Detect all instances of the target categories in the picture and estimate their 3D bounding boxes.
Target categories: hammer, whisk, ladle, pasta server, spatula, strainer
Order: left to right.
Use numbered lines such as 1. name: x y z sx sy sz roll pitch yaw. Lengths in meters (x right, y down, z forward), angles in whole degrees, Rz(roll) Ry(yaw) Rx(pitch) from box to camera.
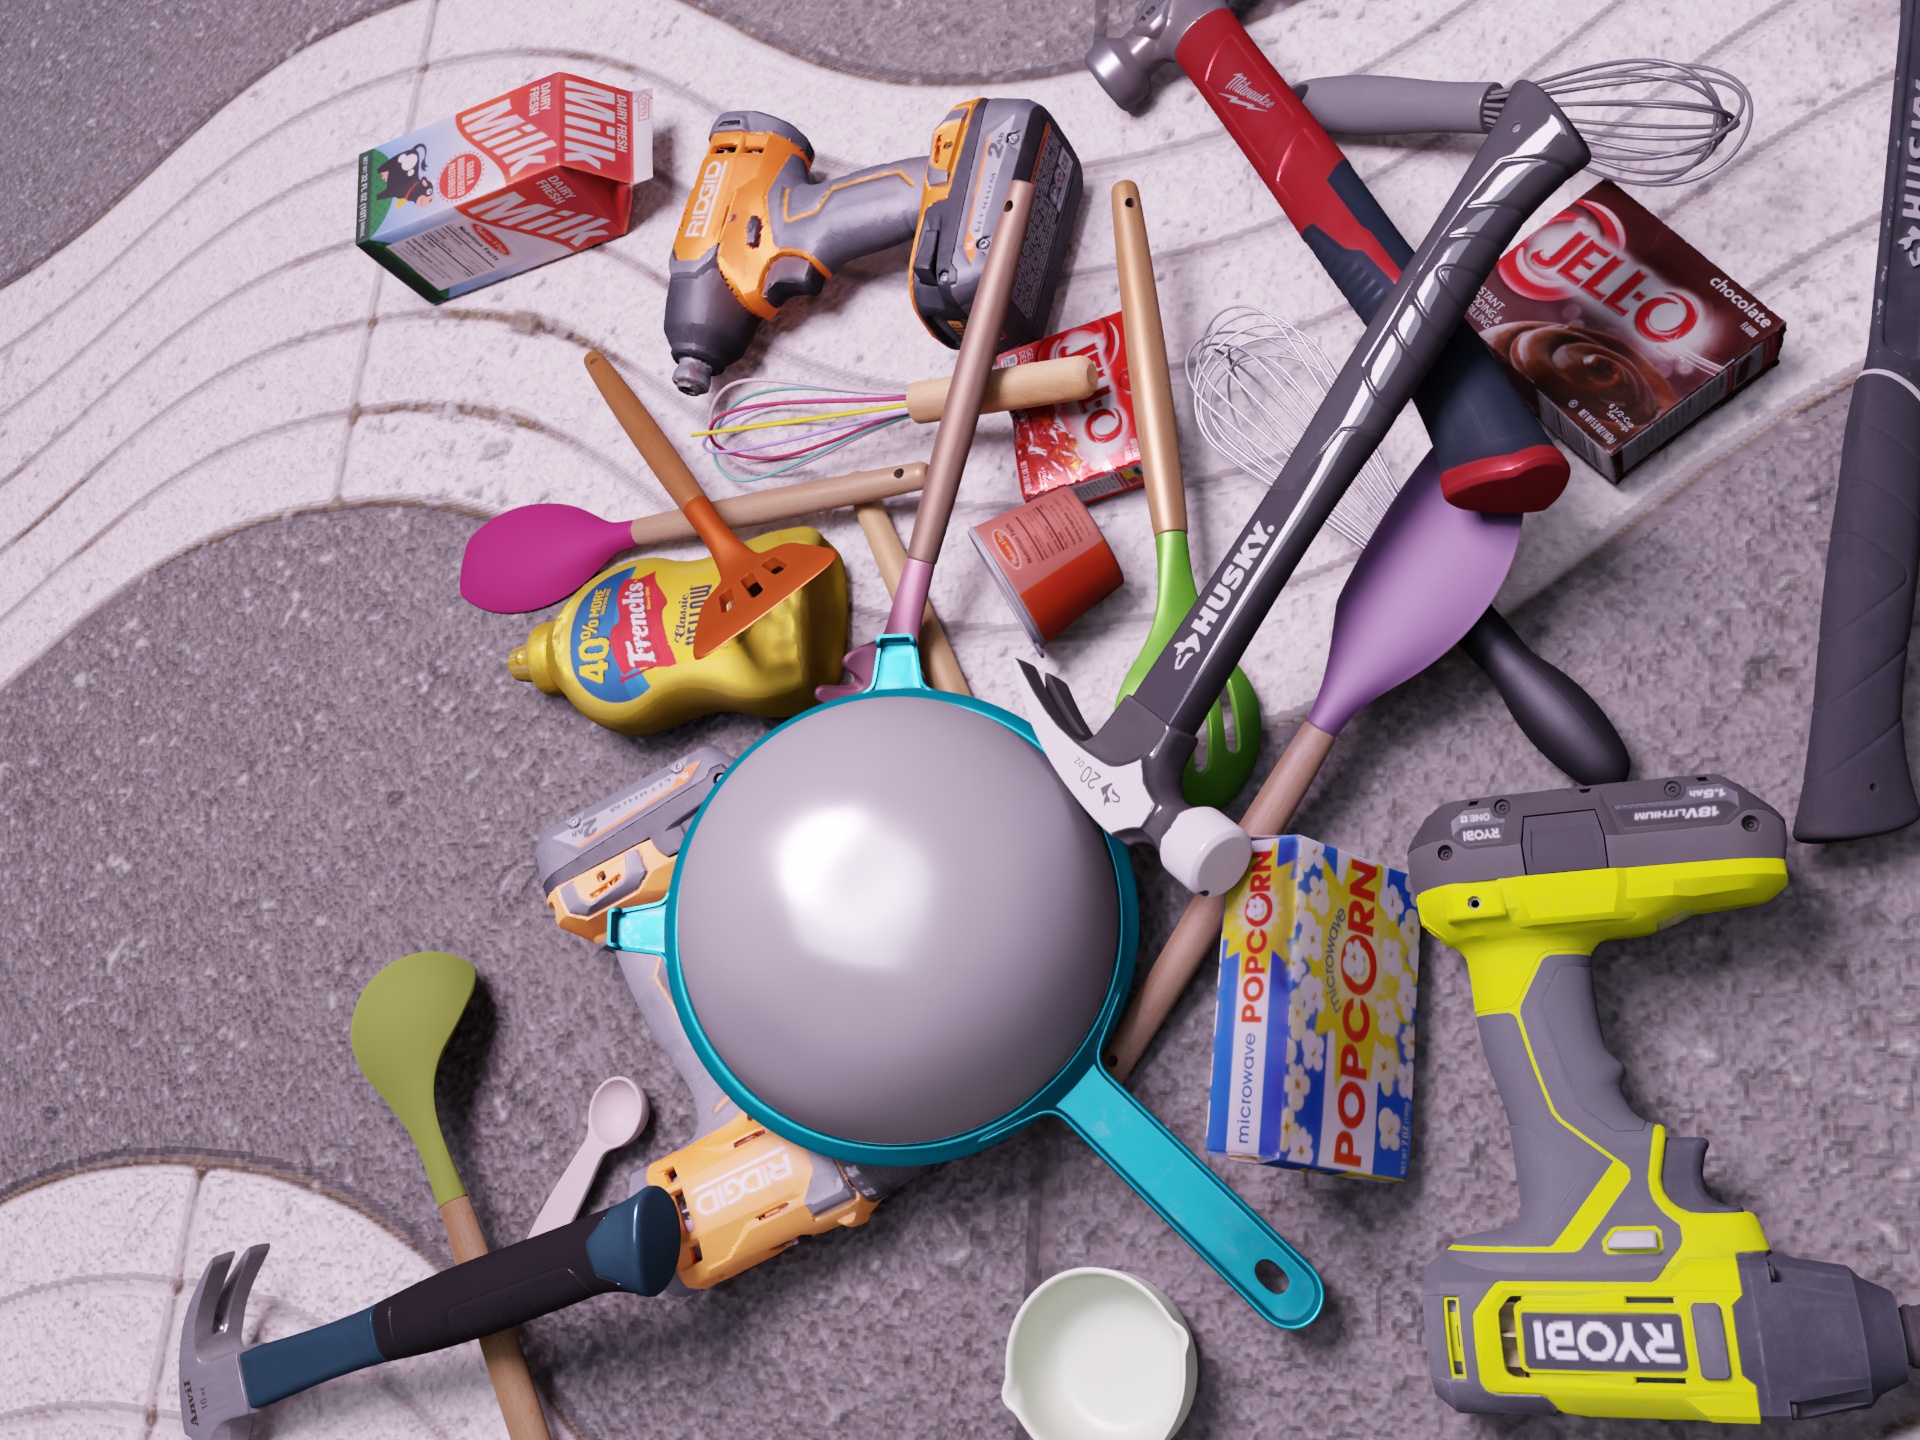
1. hammer: -0.258 0.283 0.745 0.331 0.033 0.128 -26 74 26
2. ladle: -0.230 0.260 0.781 0.078 0.062 0.320 -37 66 25
3. spatula: -0.150 -0.129 0.835 0.081 0.041 0.323 -37 47 -2
4. whisk: -0.042 -0.159 0.820 0.245 0.047 0.051 -1 75 32
5. pasta server: -0.016 -0.104 0.763 0.060 0.040 0.316 19 96 35
6. ladle: -0.001 -0.002 0.777 0.069 0.031 0.316 -31 61 14
7. strainer: 0.013 0.117 0.643 0.340 0.095 0.211 42 82 17
8. spatula: 0.143 0.027 0.680 0.060 0.018 0.316 35 99 30
9. hammer: 0.142 -0.103 0.644 0.334 0.035 0.146 -58 42 9
10. hammer: 0.180 -0.246 0.723 0.143 0.038 0.387 -37 51 22
11. whisk: 0.194 -0.081 0.704 0.070 0.070 0.285 -39 66 7
12. whisk: 0.243 -0.279 0.733 0.239 0.055 0.055 25 84 44
13. hammer: 0.372 -0.150 0.638 0.149 0.036 0.409 11 81 -2

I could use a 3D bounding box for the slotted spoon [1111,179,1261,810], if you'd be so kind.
1. slotted spoon: 0.093 -0.111 0.742 0.070 0.031 0.314 -2 76 -11

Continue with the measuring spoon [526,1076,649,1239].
1. measuring spoon: -0.188 0.233 0.789 0.034 0.018 0.124 31 94 36

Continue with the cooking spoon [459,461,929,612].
1. cooking spoon: -0.157 -0.108 0.877 0.319 0.017 0.069 -7 70 26

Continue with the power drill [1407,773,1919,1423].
1. power drill: 0.255 0.140 0.592 0.171 0.080 0.223 -8 74 22

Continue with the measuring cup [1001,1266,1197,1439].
1. measuring cup: 0.074 0.304 0.636 0.083 0.038 0.168 -25 66 14

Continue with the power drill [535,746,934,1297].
1. power drill: -0.089 0.127 0.744 0.185 0.084 0.226 -27 68 10

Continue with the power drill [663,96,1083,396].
1. power drill: -0.061 -0.250 0.858 0.226 0.084 0.164 8 77 30
